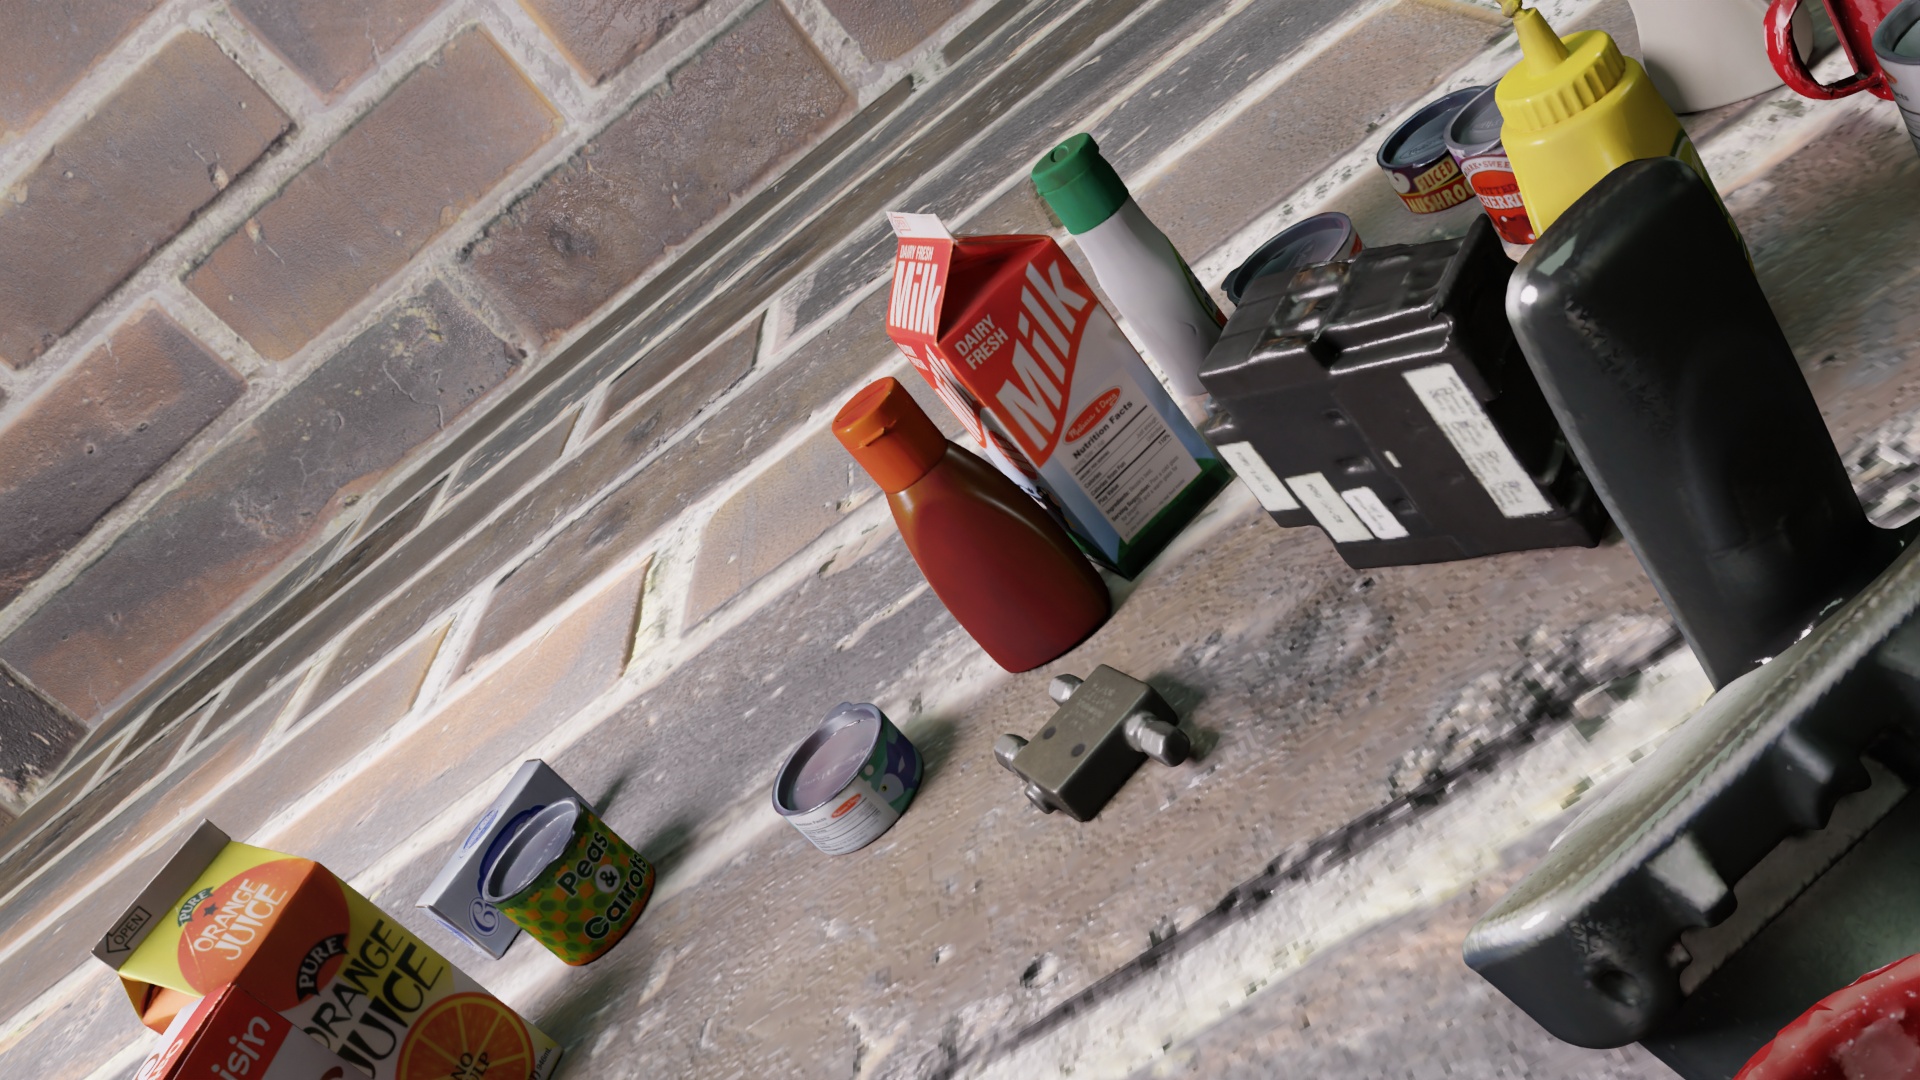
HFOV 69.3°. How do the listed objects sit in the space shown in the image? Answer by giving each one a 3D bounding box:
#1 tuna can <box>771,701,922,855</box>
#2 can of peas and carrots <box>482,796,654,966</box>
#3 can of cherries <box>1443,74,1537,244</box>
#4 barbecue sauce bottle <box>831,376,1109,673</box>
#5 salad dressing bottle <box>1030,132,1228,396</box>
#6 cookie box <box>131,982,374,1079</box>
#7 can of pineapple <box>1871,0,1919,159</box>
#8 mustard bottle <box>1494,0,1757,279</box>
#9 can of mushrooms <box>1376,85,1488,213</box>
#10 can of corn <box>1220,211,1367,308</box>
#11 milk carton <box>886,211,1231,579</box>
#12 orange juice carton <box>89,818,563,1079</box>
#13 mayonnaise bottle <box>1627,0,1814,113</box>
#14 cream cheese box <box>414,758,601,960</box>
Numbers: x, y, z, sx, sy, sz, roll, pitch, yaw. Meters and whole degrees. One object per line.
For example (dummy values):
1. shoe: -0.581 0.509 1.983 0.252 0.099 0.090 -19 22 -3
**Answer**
1. tuna can: -0.052 0.109 0.647 0.071 0.032 0.071 -33 25 17
2. can of peas and carrots: -0.201 0.177 0.720 0.071 0.058 0.071 -33 25 18
3. can of cherries: 0.265 -0.177 0.639 0.071 0.058 0.072 -33 25 18
4. barbecue sauce bottle: 0.002 -0.008 0.625 0.064 0.148 0.044 -34 24 17
5. salad dressing bottle: 0.093 -0.143 0.724 0.044 0.147 0.064 -35 24 14
6. cookie box: -0.237 0.259 0.496 0.040 0.167 0.123 -28 26 27
7. can of pineapple: 0.359 -0.161 0.471 0.071 0.057 0.071 -33 25 18
8. mustard bottle: 0.224 -0.122 0.477 0.048 0.160 0.065 -12 37 48
9. can of mushrooms: 0.256 -0.204 0.729 0.071 0.033 0.071 -33 25 17
10. can of corn: 0.170 -0.114 0.671 0.071 0.058 0.071 -33 25 18
11. milk carton: 0.034 -0.078 0.646 0.073 0.190 0.072 -44 24 -7
12. orange juice carton: -0.281 0.209 0.618 0.073 0.192 0.072 -23 29 36
13. mayonnaise bottle: 0.310 -0.258 0.600 0.064 0.147 0.041 -5 42 54
14. cream cheese box: -0.259 0.183 0.802 0.024 0.053 0.104 -15 35 46
